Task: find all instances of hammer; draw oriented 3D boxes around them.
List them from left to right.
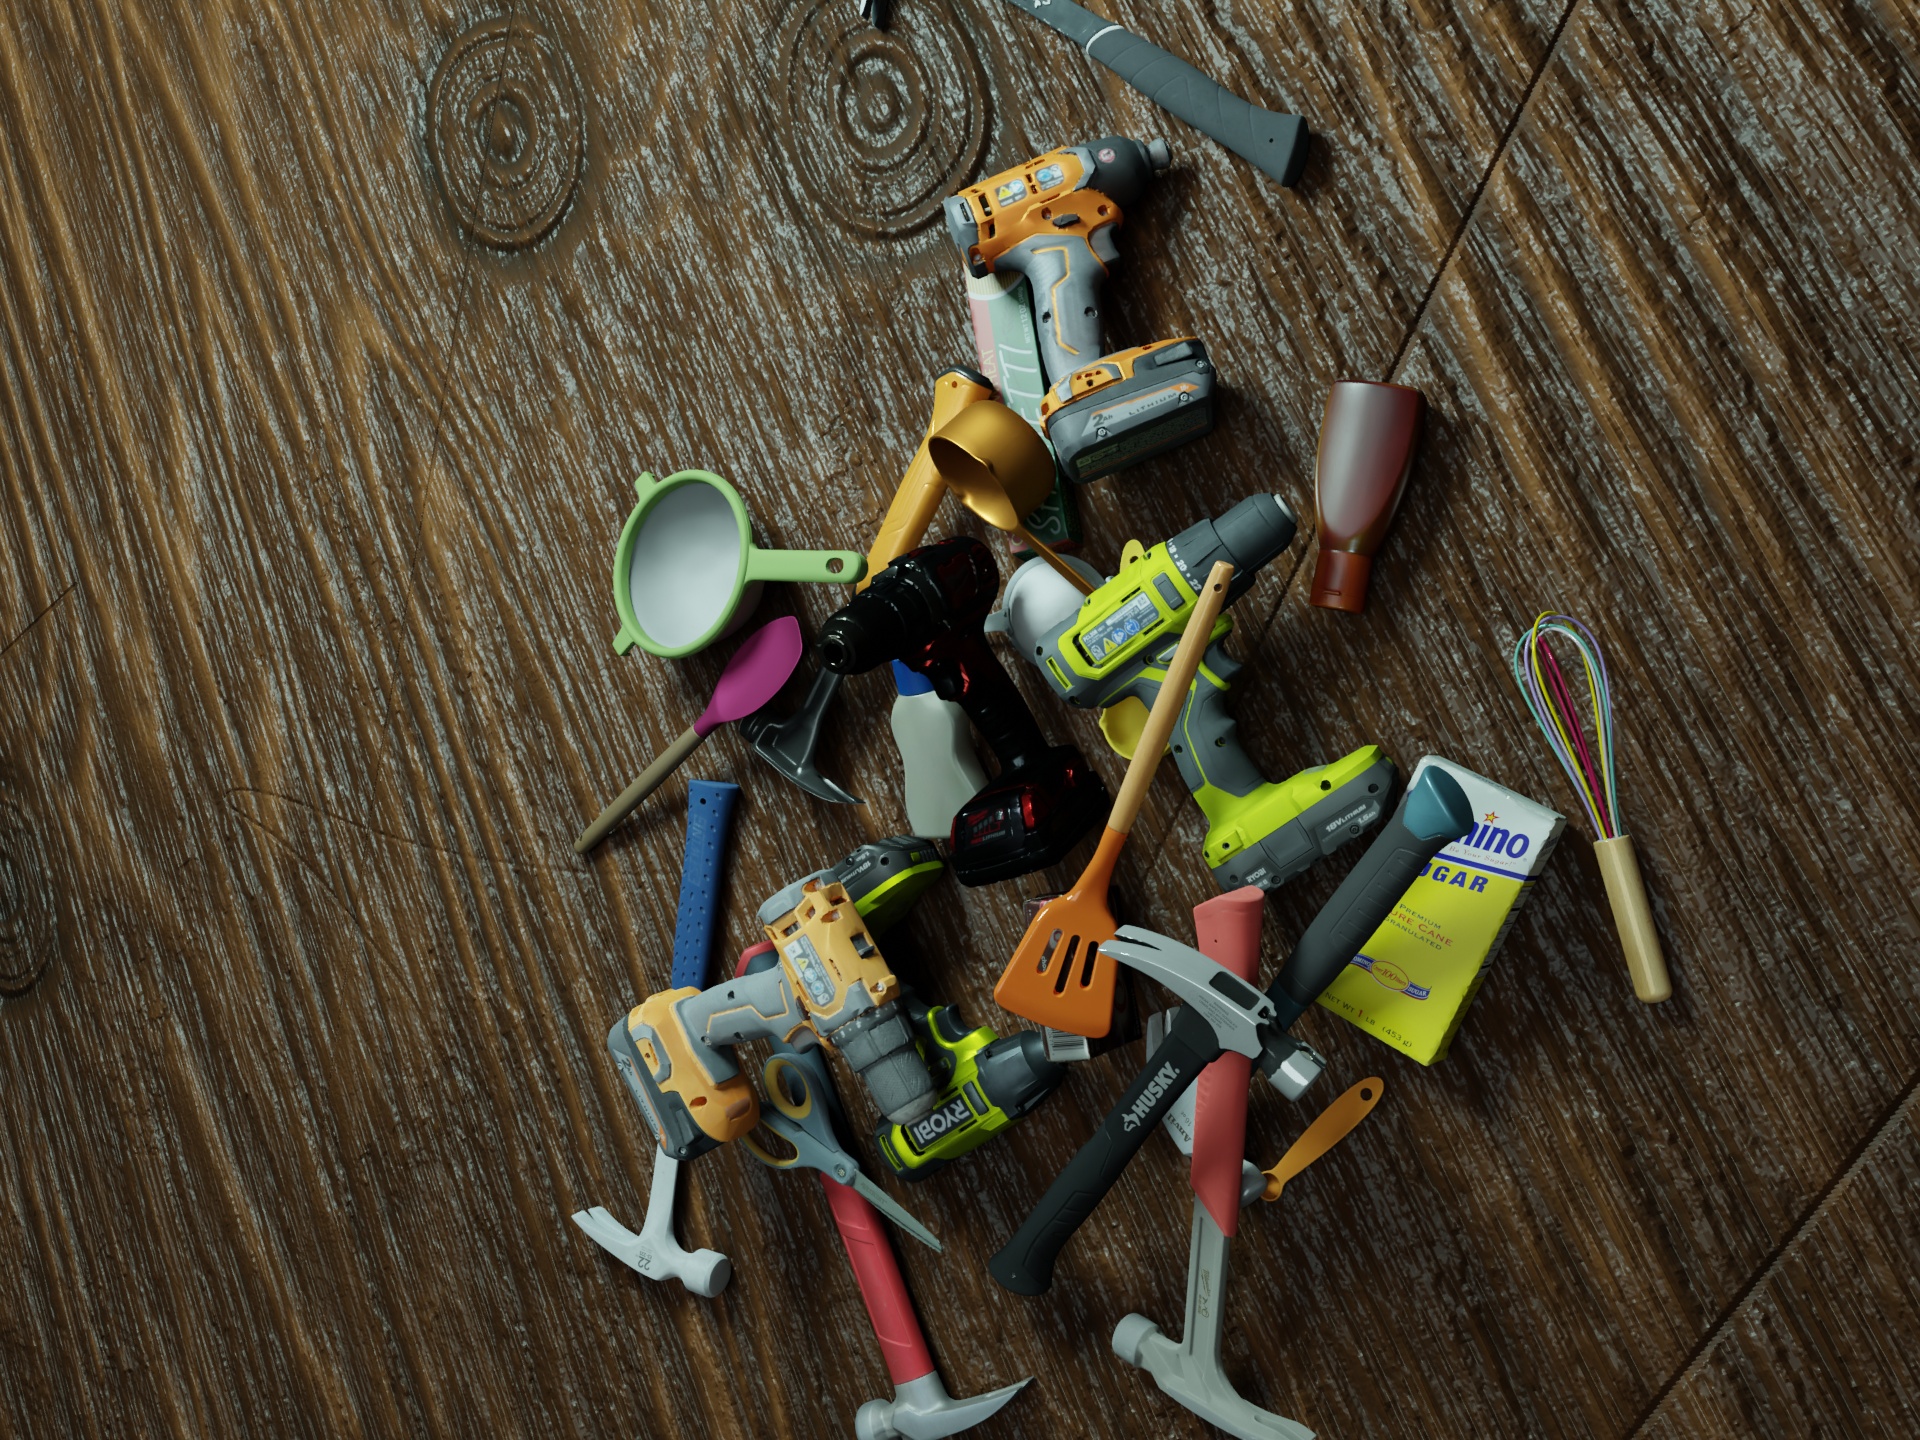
[{"bbox_3d":[-0.230,0.250,1.294,0.144,0.035,0.405,8,92,28],"label":"hammer"},{"bbox_3d":[-0.076,0.345,1.207,0.143,0.038,0.386,-28,76,23],"label":"hammer"},{"bbox_3d":[-0.057,-0.103,1.187,0.127,0.034,0.337,36,106,35],"label":"hammer"},{"bbox_3d":[0.088,-0.499,1.157,0.409,0.036,0.149,42,108,23],"label":"hammer"},{"bbox_3d":[0.095,0.274,1.037,0.146,0.035,0.334,40,128,16],"label":"hammer"},{"bbox_3d":[0.173,0.283,1.023,0.149,0.036,0.359,14,107,43],"label":"hammer"},{"bbox_3d":[0.220,0.163,1.008,0.128,0.033,0.330,49,127,30],"label":"hammer"}]

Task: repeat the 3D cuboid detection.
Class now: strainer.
[{"bbox_3d":[-0.161,-0.117,1.243,0.256,0.069,0.151,5,86,35],"label":"strainer"},{"bbox_3d":[0.009,-0.069,1.180,0.258,0.050,0.087,-7,99,31],"label":"strainer"}]

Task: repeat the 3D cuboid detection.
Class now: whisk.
[{"bbox_3d":[0.388,0.052,0.972,0.051,0.047,0.245,-16,84,25],"label":"whisk"}]

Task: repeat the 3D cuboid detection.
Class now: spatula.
[{"bbox_3d":[0.110,0.051,1.014,0.081,0.041,0.322,19,108,-1],"label":"spatula"}]

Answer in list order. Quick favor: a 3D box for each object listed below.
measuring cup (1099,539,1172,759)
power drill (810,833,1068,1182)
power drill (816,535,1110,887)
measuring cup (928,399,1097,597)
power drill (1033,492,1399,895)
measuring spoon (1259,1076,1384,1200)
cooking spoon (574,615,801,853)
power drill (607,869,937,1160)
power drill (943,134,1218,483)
[{"bbox_3d":[0.129,-0.049,1.122,0.062,0.029,0.156,-5,83,28],"label":"measuring cup"},{"bbox_3d":[-0.026,0.203,1.168,0.171,0.080,0.223,-37,76,22],"label":"power drill"},{"bbox_3d":[-0.002,-0.003,1.073,0.080,0.188,0.226,-20,100,34],"label":"power drill"},{"bbox_3d":[0.056,-0.152,1.113,0.173,0.095,0.052,43,78,-1],"label":"measuring cup"},{"bbox_3d":[0.183,-0.017,1.038,0.190,0.080,0.228,-36,83,19],"label":"power drill"},{"bbox_3d":[0.241,0.278,1.060,0.117,0.011,0.021,-49,58,14],"label":"measuring spoon"},{"bbox_3d":[-0.223,0.022,1.279,0.319,0.017,0.069,-40,48,31],"label":"cooking spoon"},{"bbox_3d":[-0.130,0.237,1.143,0.226,0.084,0.185,-36,79,27],"label":"power drill"},{"bbox_3d":[0.100,-0.297,1.106,0.164,0.084,0.227,-22,76,5],"label":"power drill"}]
